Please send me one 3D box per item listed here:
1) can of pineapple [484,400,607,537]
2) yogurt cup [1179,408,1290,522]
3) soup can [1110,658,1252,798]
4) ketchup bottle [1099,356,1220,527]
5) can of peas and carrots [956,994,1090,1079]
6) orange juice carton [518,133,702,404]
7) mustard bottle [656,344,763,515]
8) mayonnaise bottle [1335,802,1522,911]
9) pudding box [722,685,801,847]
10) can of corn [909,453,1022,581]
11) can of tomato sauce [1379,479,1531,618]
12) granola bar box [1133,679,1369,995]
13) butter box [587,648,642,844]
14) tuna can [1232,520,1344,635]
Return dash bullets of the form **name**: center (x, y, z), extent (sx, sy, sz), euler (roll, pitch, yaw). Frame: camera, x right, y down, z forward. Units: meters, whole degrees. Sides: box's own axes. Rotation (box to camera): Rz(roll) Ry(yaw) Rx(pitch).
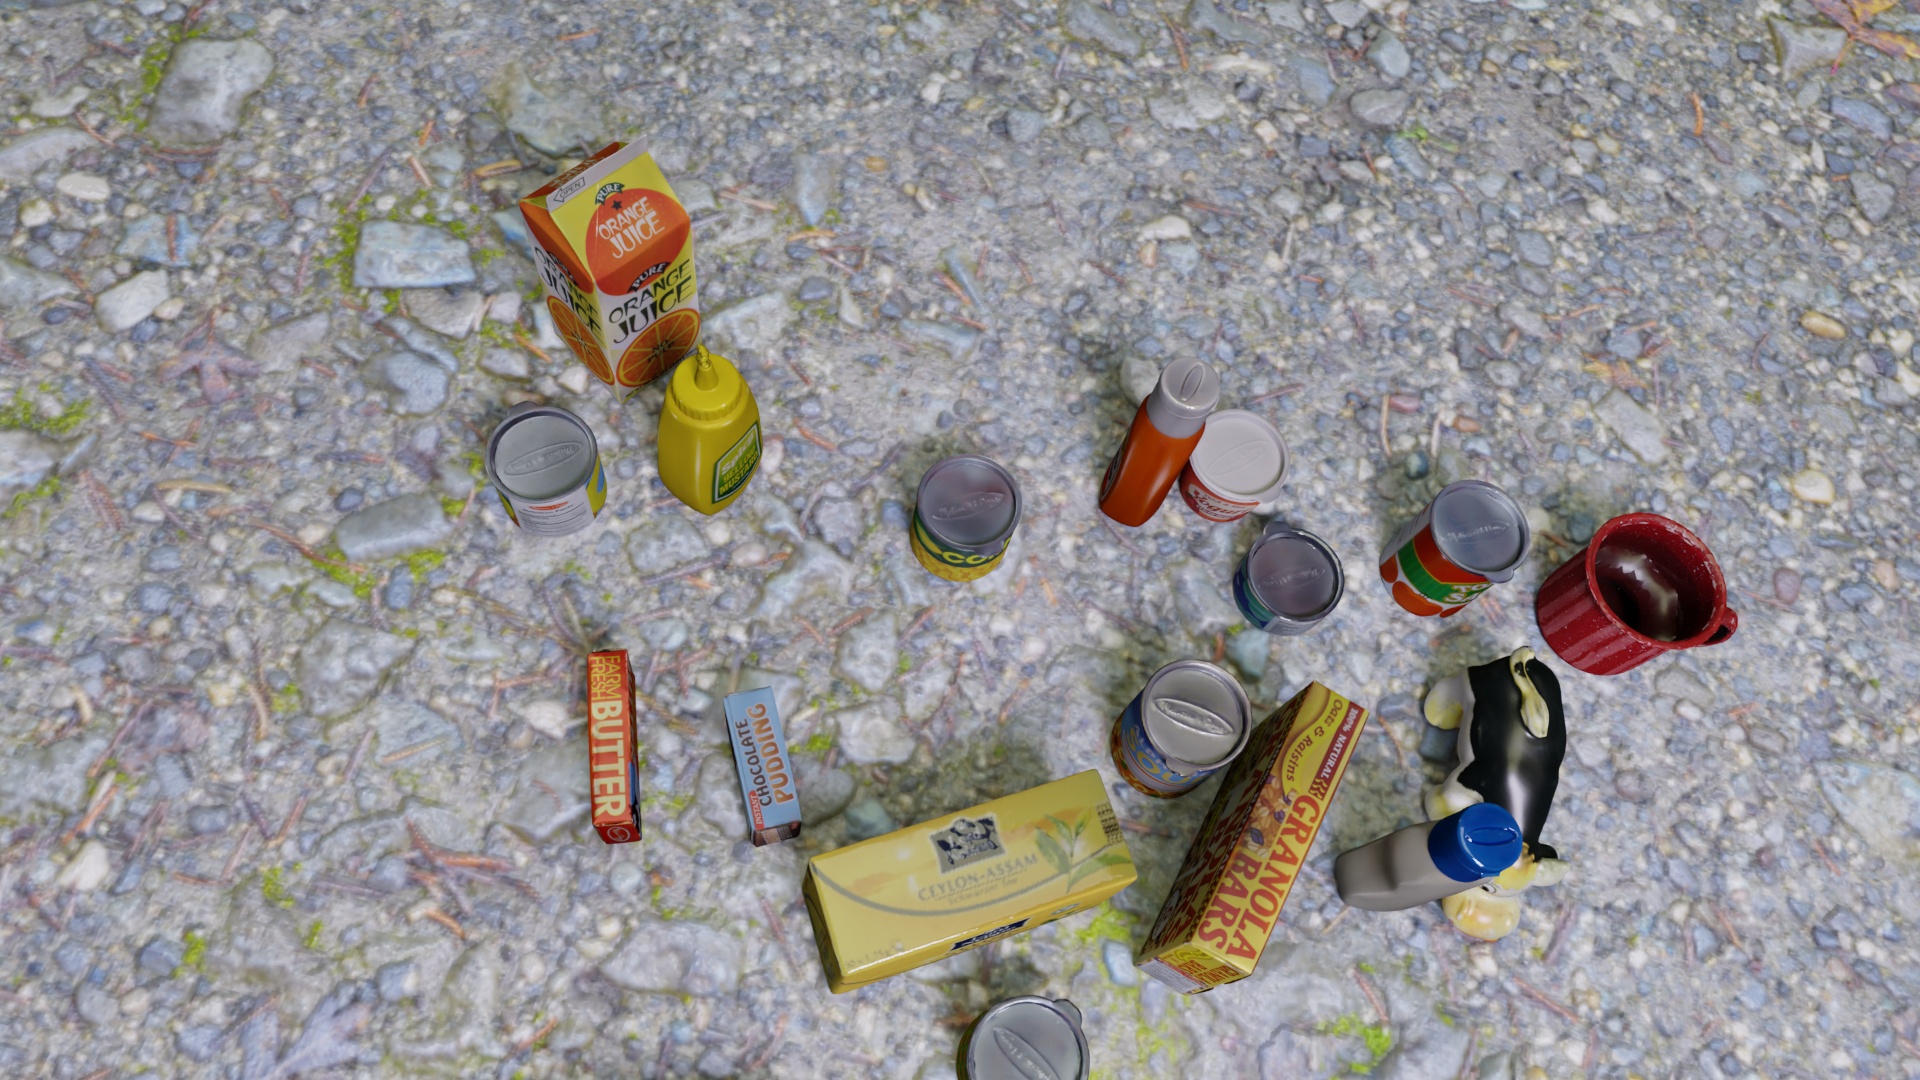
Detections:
- **can of pineapple**: center (-0.256, -0.043, 0.864), extent (0.071, 0.057, 0.071), euler (3, 67, -6)
- **yogurt cup**: center (0.179, -0.047, 0.927), extent (0.072, 0.053, 0.072), euler (3, 67, -6)
- **soup can**: center (0.129, 0.117, 0.833), extent (0.071, 0.083, 0.071), euler (3, 67, -6)
- **ketchup bottle**: center (0.126, -0.064, 0.875), extent (0.043, 0.148, 0.065), euler (26, 66, 4)
- **can of peas and carrots**: center (0.034, 0.284, 0.762), extent (0.071, 0.058, 0.071), euler (3, 67, -6)
- **orange juice carton**: center (-0.212, -0.171, 0.851), extent (0.072, 0.192, 0.073), euler (-40, 77, -20)
- **mustard bottle**: center (-0.151, -0.070, 0.834), extent (0.049, 0.159, 0.065), euler (36, 67, 8)
- **mayonnaise bottle**: center (0.268, 0.181, 0.789), extent (0.065, 0.147, 0.041), euler (-1, 68, -8)
- **pudding box**: center (-0.116, 0.132, 0.812), extent (0.030, 0.049, 0.084), euler (-12, 69, -12)
- **can of corn**: center (0.003, -0.011, 0.885), extent (0.071, 0.058, 0.071), euler (3, 67, -6)
- **can of tomato sauce**: center (0.322, 0.009, 0.906), extent (0.071, 0.082, 0.071), euler (3, 67, -6)
- **granola bar box**: center (0.165, 0.173, 0.792), extent (0.039, 0.123, 0.166), euler (30, 67, 5)
- **butter box**: center (-0.200, 0.119, 0.805), extent (0.024, 0.053, 0.104), euler (-4, 68, -9)
- **tuna can**: center (0.214, 0.025, 0.912), extent (0.071, 0.032, 0.071), euler (3, 67, -6)
